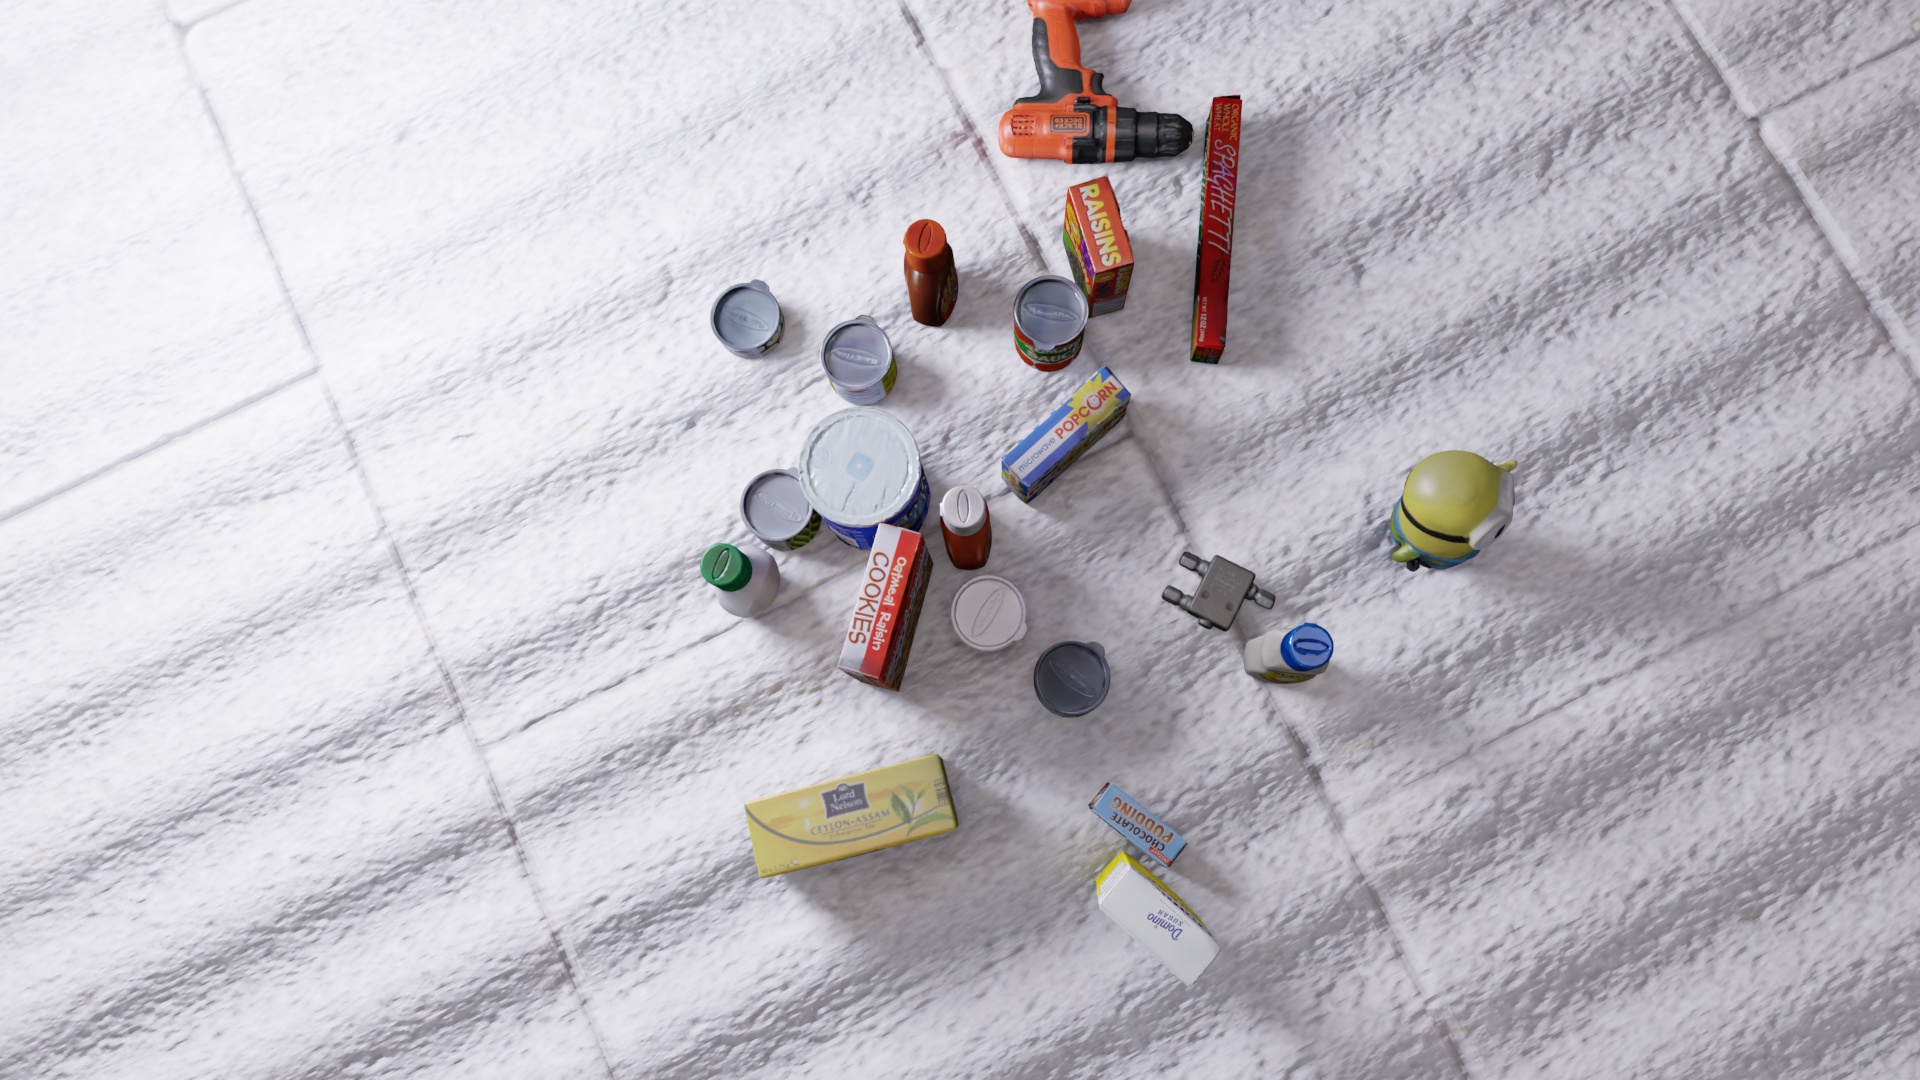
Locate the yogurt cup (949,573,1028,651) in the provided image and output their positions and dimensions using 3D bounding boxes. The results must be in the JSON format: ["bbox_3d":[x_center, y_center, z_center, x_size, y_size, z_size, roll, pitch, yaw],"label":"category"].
[{"bbox_3d":[0.025,0.067,1.236,0.072,0.054,0.072,0,80,2],"label":"yogurt cup"}]

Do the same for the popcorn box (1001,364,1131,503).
[{"bbox_3d":[0.093,-0.093,1.247,0.127,0.085,0.038,-42,81,-5],"label":"popcorn box"}]

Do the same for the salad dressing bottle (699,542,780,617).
[{"bbox_3d":[-0.191,0.031,1.203,0.044,0.147,0.064,23,82,6],"label":"salad dressing bottle"}]

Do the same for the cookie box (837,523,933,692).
[{"bbox_3d":[-0.060,0.061,1.183,0.040,0.167,0.123,14,81,5],"label":"cookie box"}]

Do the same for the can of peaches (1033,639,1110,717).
[{"bbox_3d":[0.099,0.121,1.222,0.071,0.058,0.071,0,80,2],"label":"can of peaches"}]

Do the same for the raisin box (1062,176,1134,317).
[{"bbox_3d":[0.124,-0.263,1.257,0.040,0.123,0.086,-15,80,0],"label":"raisin box"}]

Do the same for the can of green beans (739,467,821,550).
[{"bbox_3d":[-0.162,-0.027,1.258,0.071,0.057,0.071,0,80,2],"label":"can of green beans"}]

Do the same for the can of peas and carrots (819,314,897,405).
[{"bbox_3d":[-0.093,-0.166,1.281,0.071,0.058,0.071,0,80,2],"label":"can of peas and carrots"}]

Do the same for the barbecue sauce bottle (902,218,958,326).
[{"bbox_3d":[-0.028,-0.244,1.247,0.044,0.148,0.065,13,81,4],"label":"barbecue sauce bottle"}]

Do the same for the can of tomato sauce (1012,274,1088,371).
[{"bbox_3d":[0.081,-0.195,1.267,0.071,0.083,0.071,0,80,2],"label":"can of tomato sauce"}]

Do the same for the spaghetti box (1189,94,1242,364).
[{"bbox_3d":[0.238,-0.291,1.295,0.029,0.050,0.250,5,80,3],"label":"spaghetti box"}]

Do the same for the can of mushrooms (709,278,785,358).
[{"bbox_3d":[-0.198,-0.208,1.305,0.071,0.033,0.071,0,80,2],"label":"can of mushrooms"}]

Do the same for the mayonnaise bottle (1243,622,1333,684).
[{"bbox_3d":[0.281,0.096,1.174,0.065,0.148,0.041,6,81,3],"label":"mayonnaise bottle"}]

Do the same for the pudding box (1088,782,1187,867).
[{"bbox_3d":[0.152,0.246,1.201,0.084,0.049,0.030,37,84,8],"label":"pudding box"}]

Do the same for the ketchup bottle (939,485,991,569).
[{"bbox_3d":[0.004,-0.015,1.204,0.043,0.148,0.065,-3,80,2],"label":"ketchup bottle"}]
